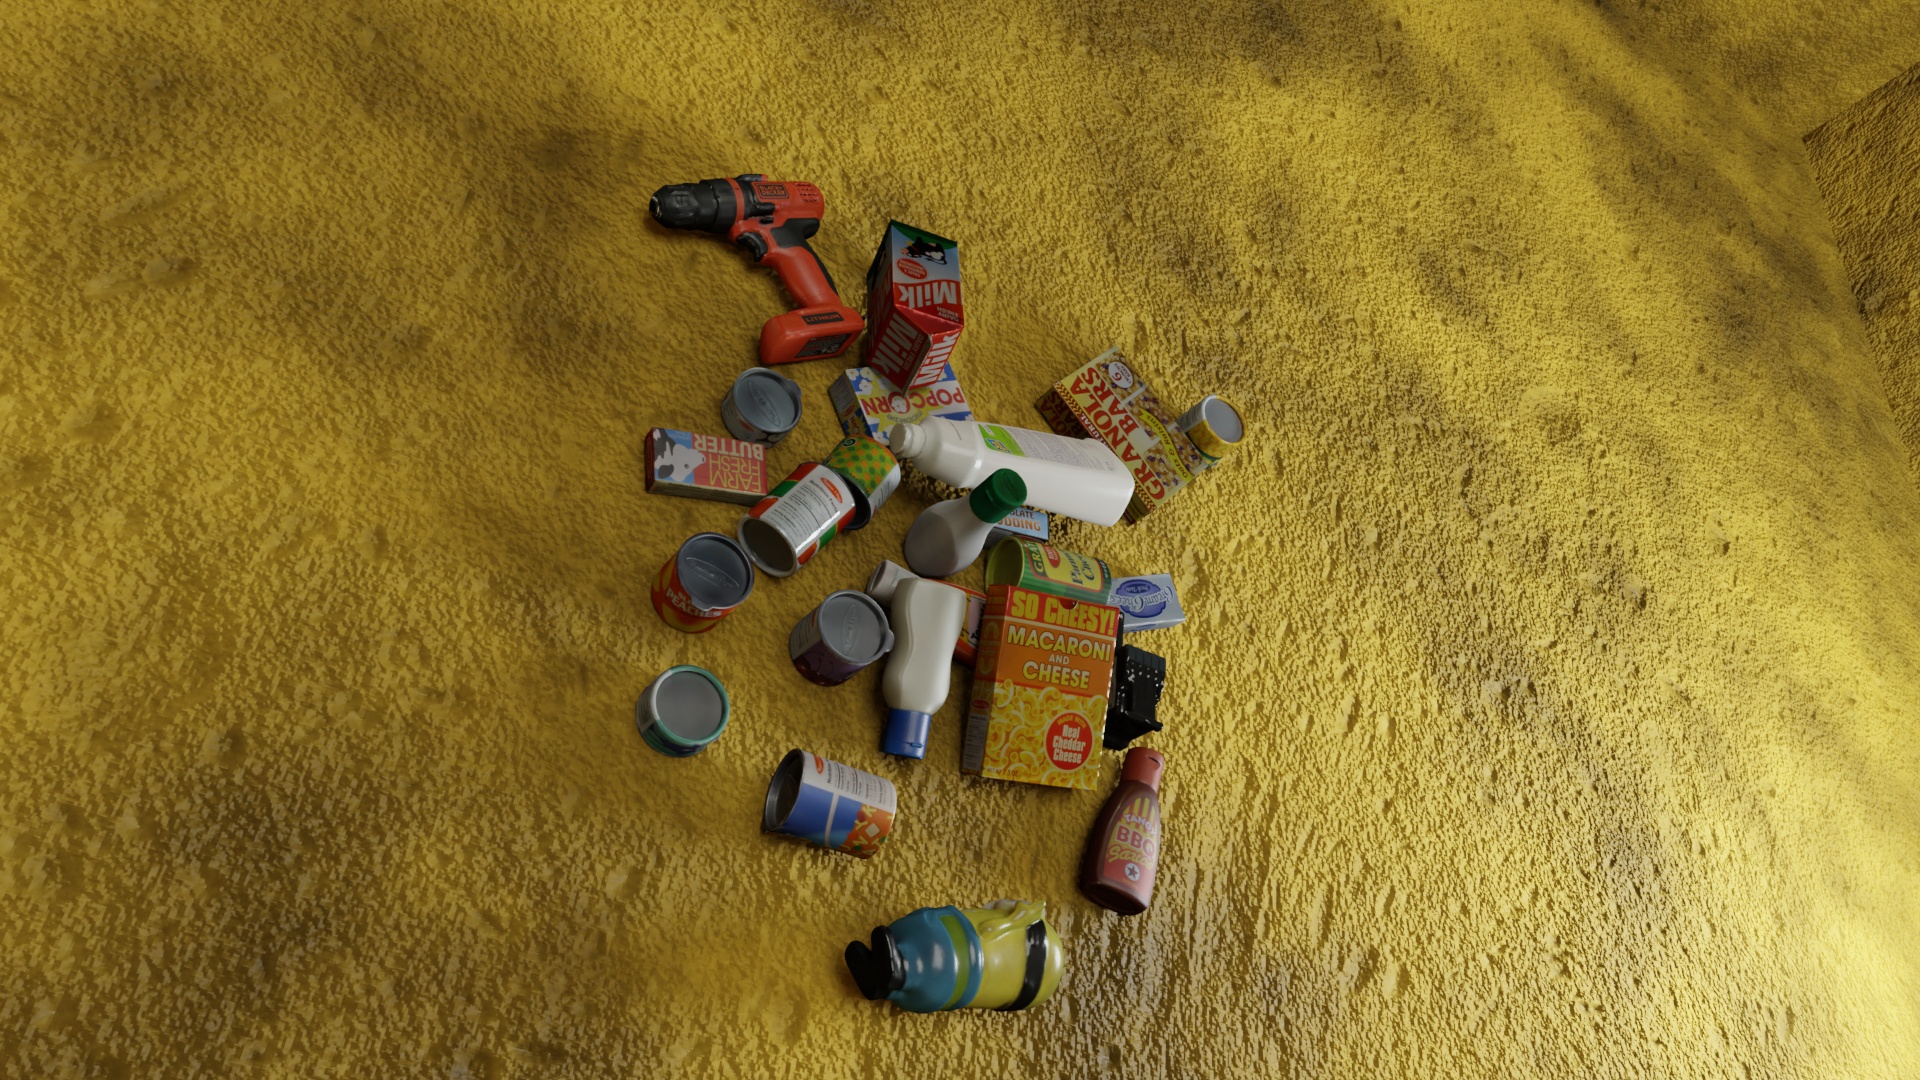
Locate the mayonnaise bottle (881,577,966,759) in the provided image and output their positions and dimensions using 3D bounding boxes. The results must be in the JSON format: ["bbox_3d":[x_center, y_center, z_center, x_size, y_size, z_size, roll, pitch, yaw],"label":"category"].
[{"bbox_3d":[-0.036,0.109,1.175,0.065,0.041,0.148,19,75,-33],"label":"mayonnaise bottle"}]

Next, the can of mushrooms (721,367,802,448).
[{"bbox_3d":[-0.176,-0.118,1.240,0.071,0.033,0.071,16,56,-26],"label":"can of mushrooms"}]

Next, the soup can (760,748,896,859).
[{"bbox_3d":[-0.103,0.209,1.087,0.084,0.071,0.072,24,54,-23],"label":"soup can"}]

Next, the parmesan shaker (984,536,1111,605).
[{"bbox_3d":[0.082,0.037,1.310,0.103,0.071,0.071,13,58,-29],"label":"parmesan shaker"}]

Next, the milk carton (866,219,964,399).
[{"bbox_3d":[-0.044,-0.218,1.324,0.073,0.072,0.191,15,42,-18],"label":"milk carton"}]

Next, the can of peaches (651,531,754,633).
[{"bbox_3d":[-0.208,0.036,1.114,0.071,0.057,0.071,16,57,-27],"label":"can of peaches"}]

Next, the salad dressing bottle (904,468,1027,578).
[{"bbox_3d":[0.004,-0.015,1.229,0.044,0.147,0.064,-19,77,-40],"label":"salad dressing bottle"}]

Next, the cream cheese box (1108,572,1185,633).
[{"bbox_3d":[0.174,0.063,1.384,0.104,0.024,0.053,-3,67,-36],"label":"cream cheese box"}]

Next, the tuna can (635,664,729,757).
[{"bbox_3d":[-0.212,0.132,1.074,0.071,0.032,0.071,16,57,-26],"label":"tuna can"}]

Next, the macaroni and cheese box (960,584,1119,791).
[{"bbox_3d":[0.073,0.130,1.226,0.124,0.040,0.166,13,82,-29],"label":"macaroni and cheese box"}]

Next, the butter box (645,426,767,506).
[{"bbox_3d":[-0.217,-0.062,1.186,0.103,0.024,0.053,7,62,-31],"label":"butter box"}]

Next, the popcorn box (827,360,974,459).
[{"bbox_3d":[-0.053,-0.124,1.324,0.127,0.038,0.085,-12,72,-38],"label":"popcorn box"}]

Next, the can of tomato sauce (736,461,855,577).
[{"bbox_3d":[-0.141,-0.017,1.185,0.071,0.071,0.083,47,51,-4],"label":"can of tomato sauce"}]

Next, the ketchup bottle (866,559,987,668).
[{"bbox_3d":[-0.012,0.066,1.242,0.149,0.043,0.065,28,61,-18],"label":"ketchup bottle"}]

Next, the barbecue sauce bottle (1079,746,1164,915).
[{"bbox_3d":[0.152,0.256,1.247,0.065,0.043,0.149,32,51,-15],"label":"barbecue sauce bottle"}]

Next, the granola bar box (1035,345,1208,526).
[{"bbox_3d":[0.171,-0.112,1.471,0.165,0.039,0.125,53,48,1],"label":"granola bar box"}]

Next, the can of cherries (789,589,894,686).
[{"bbox_3d":[-0.100,0.084,1.162,0.071,0.058,0.072,17,55,-27],"label":"can of cherries"}]

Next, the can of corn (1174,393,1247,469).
[{"bbox_3d":[0.276,-0.119,1.534,0.071,0.058,0.071,16,57,-27],"label":"can of corn"}]

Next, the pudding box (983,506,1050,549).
[{"bbox_3d":[0.037,-0.012,1.316,0.084,0.049,0.030,15,61,-27],"label":"pudding box"}]

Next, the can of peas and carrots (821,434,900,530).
[{"bbox_3d":[-0.097,-0.054,1.236,0.071,0.070,0.059,42,48,-8],"label":"can of peas and carrots"}]
